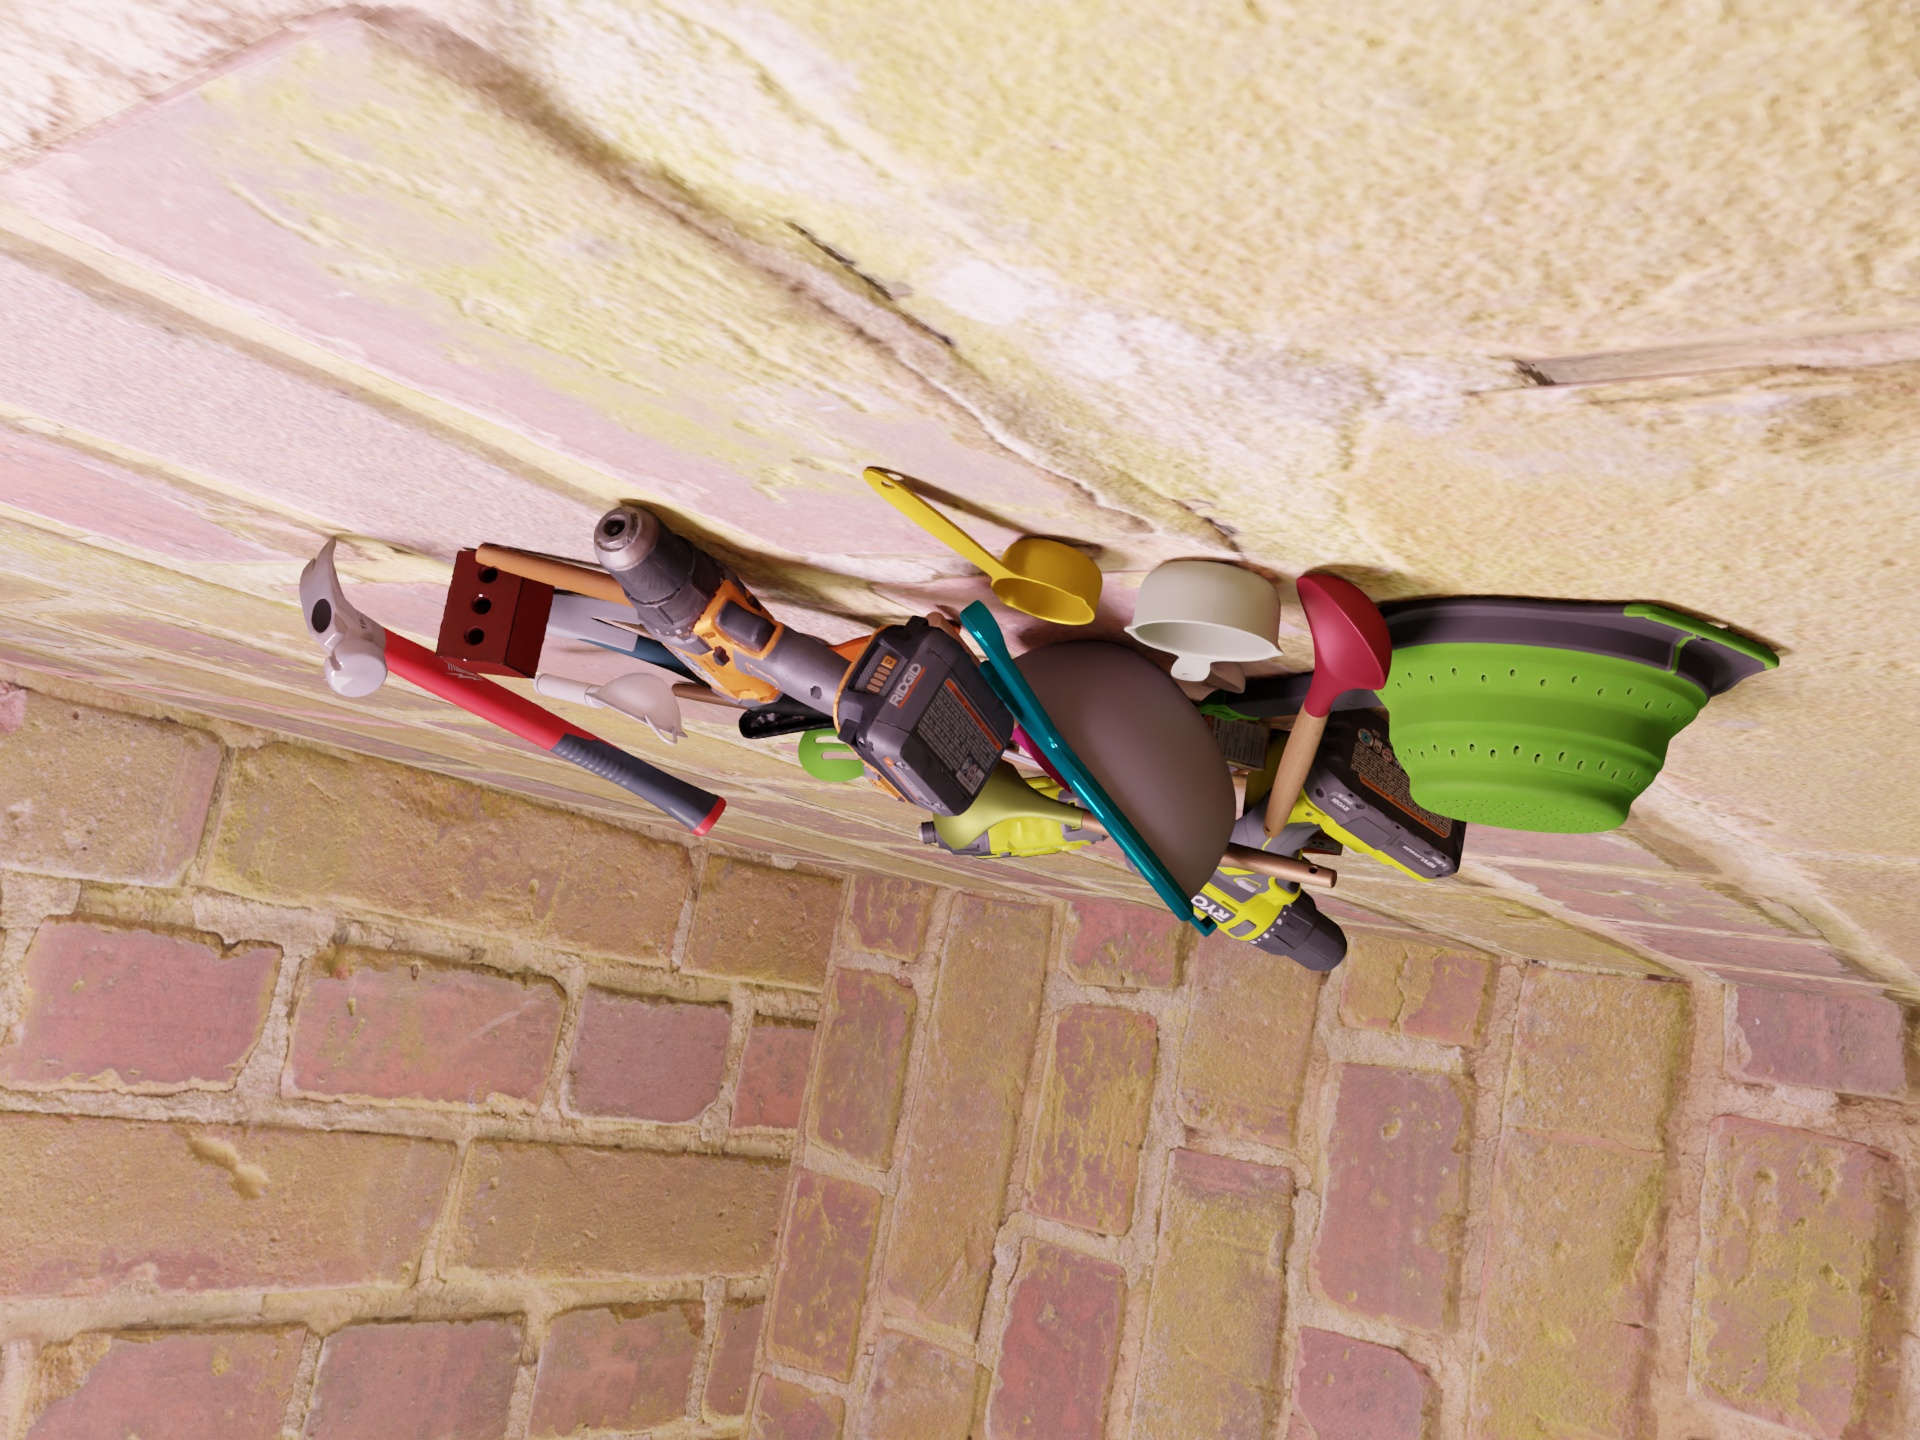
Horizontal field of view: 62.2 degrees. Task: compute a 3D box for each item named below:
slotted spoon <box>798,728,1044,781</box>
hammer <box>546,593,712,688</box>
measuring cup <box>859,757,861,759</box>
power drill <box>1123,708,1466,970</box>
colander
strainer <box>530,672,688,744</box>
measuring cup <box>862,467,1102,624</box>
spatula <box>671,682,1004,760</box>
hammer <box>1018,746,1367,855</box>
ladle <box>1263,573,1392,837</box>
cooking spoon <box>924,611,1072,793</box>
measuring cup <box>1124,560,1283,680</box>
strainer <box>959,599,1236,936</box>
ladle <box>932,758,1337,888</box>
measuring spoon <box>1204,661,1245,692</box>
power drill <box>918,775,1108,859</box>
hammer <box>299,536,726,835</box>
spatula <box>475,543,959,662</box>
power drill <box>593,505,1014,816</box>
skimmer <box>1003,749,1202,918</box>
[{"bbox_3d":[0.006,0.031,1.461,0.314,0.070,0.031,4,155,1],"label":"slotted spoon"},{"bbox_3d":[-0.218,-0.045,1.287,0.128,0.033,0.330,3,169,41],"label":"hammer"},{"bbox_3d":[-0.002,-0.004,1.212,0.173,0.095,0.052,-6,177,-39],"label":"measuring cup"},{"bbox_3d":[0.254,0.098,1.150,0.190,0.080,0.228,33,141,-12],"label":"power drill"},{"bbox_3d":[0.265,0.012,0.927,0.204,0.094,0.397,15,169,-27],"label":"colander"},{"bbox_3d":[-0.294,-0.021,1.301,0.086,0.050,0.259,26,170,-40],"label":"strainer"},{"bbox_3d":[0.013,-0.095,0.802,0.156,0.029,0.062,32,162,-36],"label":"measuring cup"},{"bbox_3d":[-0.118,0.004,1.433,0.317,0.044,0.082,9,-162,17],"label":"spatula"},{"bbox_3d":[0.246,0.063,1.426,0.410,0.038,0.146,14,168,-21],"label":"hammer"},{"bbox_3d":[0.199,0.005,0.905,0.031,0.069,0.315,-30,157,-12],"label":"ladle"},{"bbox_3d":[0.030,-0.009,1.141,0.069,0.017,0.318,45,178,27],"label":"cooking spoon"},{"bbox_3d":[0.132,-0.051,0.873,0.083,0.038,0.167,9,172,5],"label":"measuring cup"},{"bbox_3d":[0.090,-0.007,0.965,0.211,0.095,0.340,52,180,32],"label":"strainer"},{"bbox_3d":[0.117,0.083,1.142,0.320,0.078,0.062,12,149,30],"label":"ladle"},{"bbox_3d":[0.143,-0.046,0.967,0.034,0.018,0.124,19,171,36],"label":"measuring spoon"},{"bbox_3d":[0.053,0.095,1.525,0.171,0.080,0.223,-7,177,4],"label":"power drill"},{"bbox_3d":[-0.322,-0.006,1.201,0.385,0.038,0.143,35,-164,-48],"label":"hammer"},{"bbox_3d":[-0.162,-0.079,1.064,0.322,0.041,0.081,15,168,-3],"label":"spatula"},{"bbox_3d":[-0.097,-0.042,0.917,0.226,0.084,0.185,25,166,29],"label":"power drill"},{"bbox_3d":[0.066,0.066,1.324,0.363,0.090,0.127,20,159,-5],"label":"skimmer"}]
